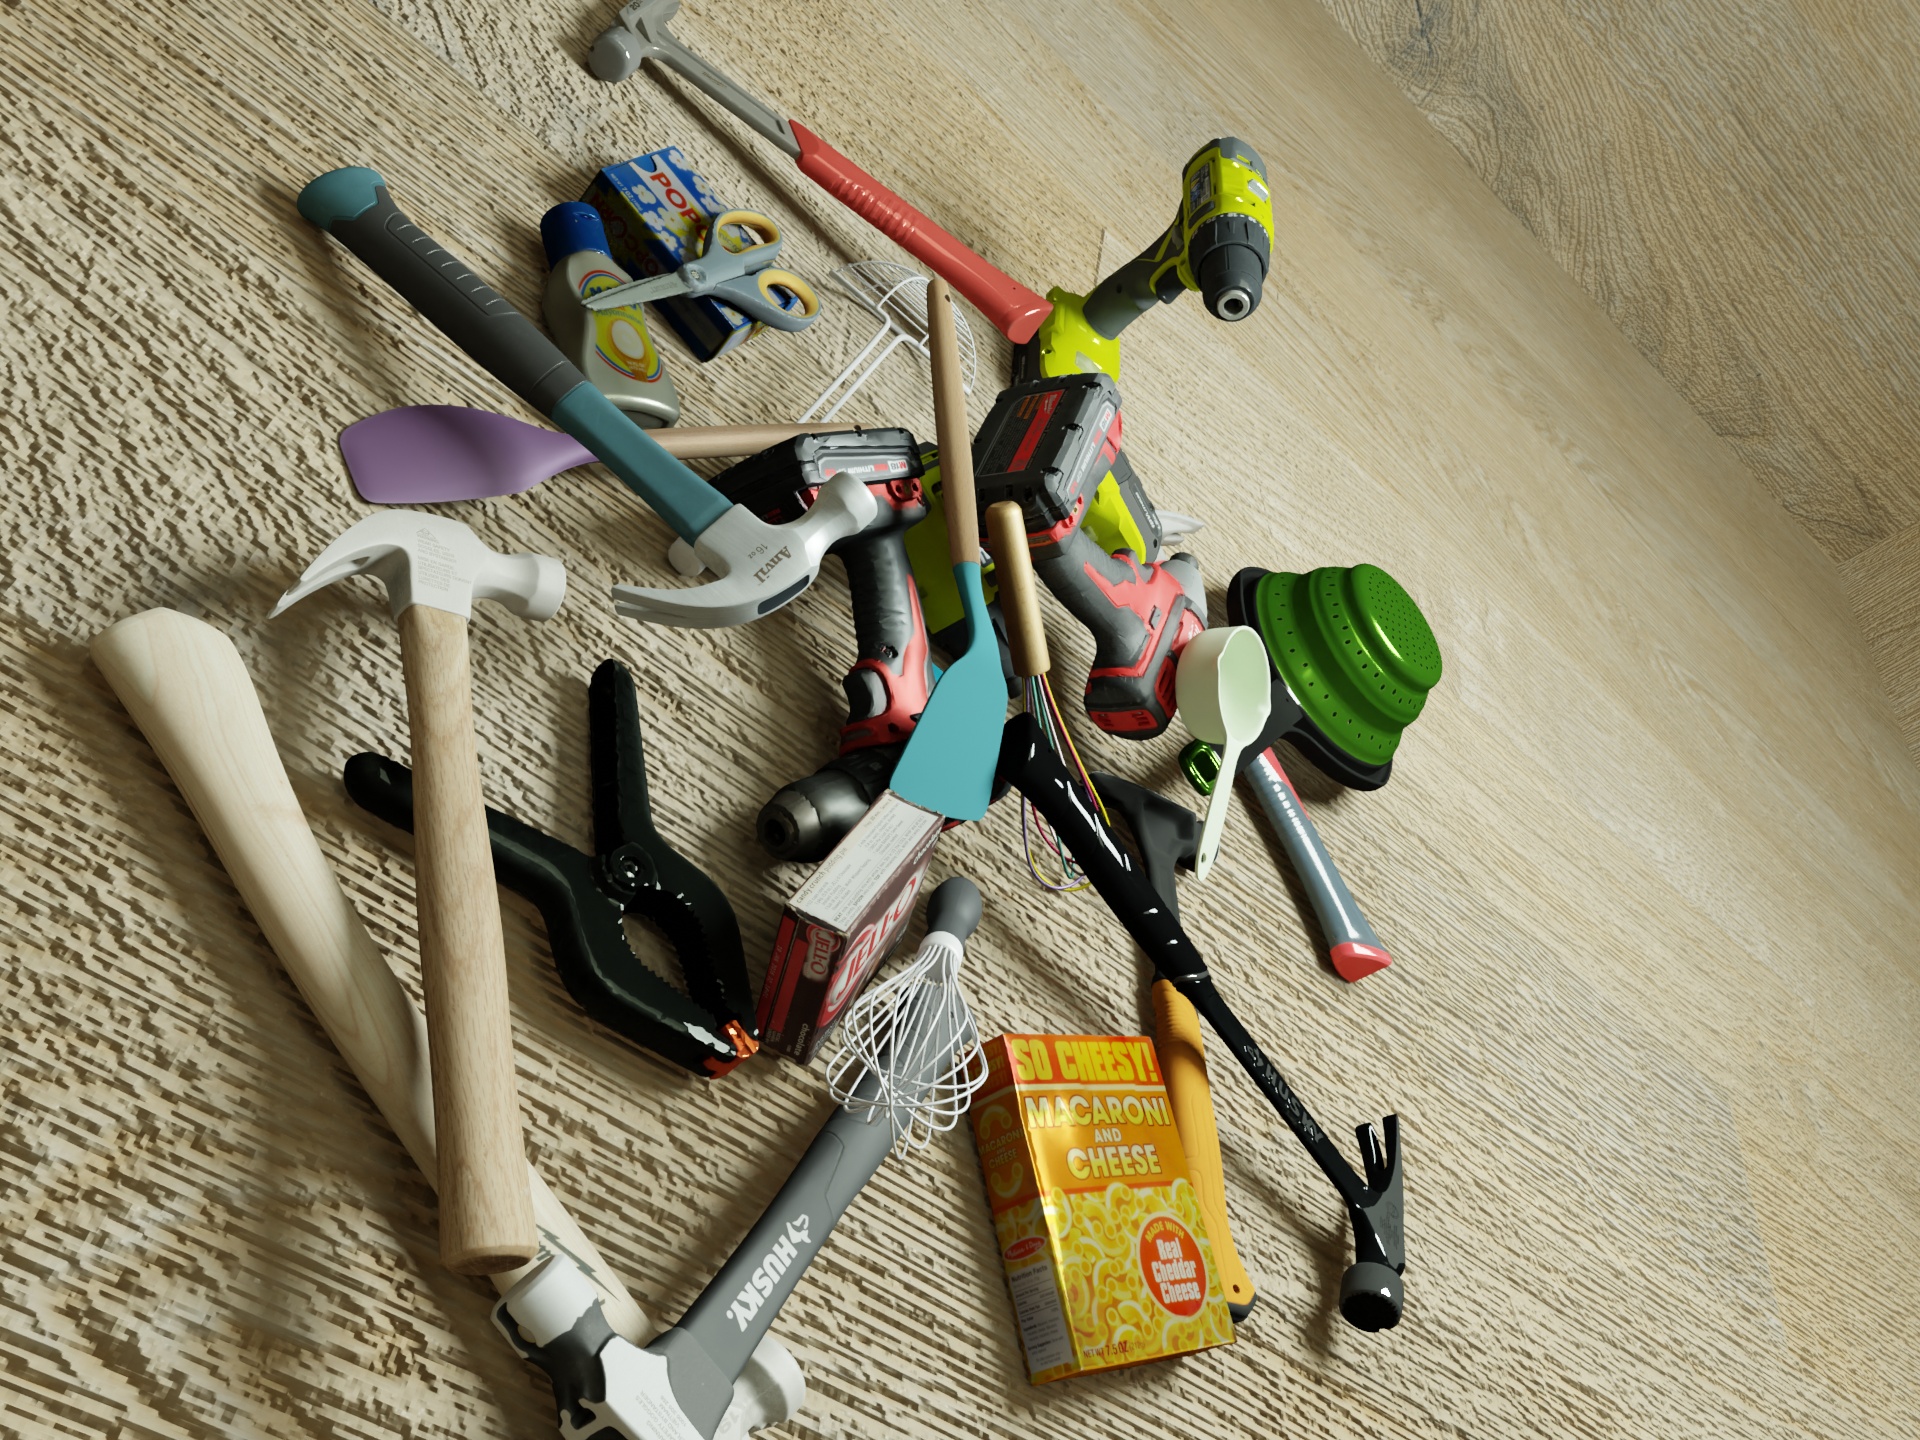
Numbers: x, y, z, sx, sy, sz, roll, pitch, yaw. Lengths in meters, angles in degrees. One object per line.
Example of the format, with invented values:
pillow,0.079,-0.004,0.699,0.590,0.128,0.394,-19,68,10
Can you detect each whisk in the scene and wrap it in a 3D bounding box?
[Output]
whisk,-0.014,0.126,0.766,0.070,0.070,0.285,50,11,-5
whisk,0.050,-0.010,0.935,0.051,0.047,0.244,-47,129,-58

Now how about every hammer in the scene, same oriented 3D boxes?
hammer,0.127,0.187,0.954,0.127,0.034,0.337,26,45,-34
hammer,-0.205,-0.170,0.801,0.331,0.033,0.128,41,70,8
hammer,0.148,0.161,0.933,0.408,0.036,0.149,53,31,-13
hammer,-0.206,0.052,0.639,0.130,0.031,0.332,15,49,-43
hammer,-0.221,0.137,0.611,0.410,0.038,0.146,56,38,3
hammer,-0.086,-0.394,1.139,0.359,0.036,0.149,34,40,-10
hammer,0.222,0.012,1.197,0.143,0.038,0.386,-10,69,-52
hammer,-0.057,0.207,0.688,0.146,0.035,0.335,51,26,-2

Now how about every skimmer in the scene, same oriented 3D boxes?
skimmer,-0.093,-0.189,1.018,0.127,0.090,0.363,40,48,-8

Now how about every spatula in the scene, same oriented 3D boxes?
spatula,-0.175,-0.151,0.864,0.315,0.018,0.060,-11,67,-39
spatula,-0.009,-0.105,0.882,0.082,0.044,0.318,20,59,-49

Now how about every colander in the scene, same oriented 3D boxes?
colander,0.268,-0.032,1.171,0.204,0.094,0.397,57,33,3

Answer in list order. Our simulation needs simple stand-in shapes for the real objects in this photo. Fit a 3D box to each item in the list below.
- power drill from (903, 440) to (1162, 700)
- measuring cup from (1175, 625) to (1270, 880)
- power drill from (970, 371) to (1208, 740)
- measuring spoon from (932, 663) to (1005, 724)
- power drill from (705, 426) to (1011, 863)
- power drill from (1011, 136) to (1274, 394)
power drill,0.042,-0.120,1.074,0.223,0.080,0.171,-35,97,-50
measuring cup,0.155,0.020,1.008,0.083,0.038,0.168,34,65,-50
power drill,0.091,-0.105,1.006,0.219,0.078,0.143,53,49,-37
measuring spoon,-0.002,-0.003,0.986,0.128,0.021,0.042,41,42,-2
power drill,-0.064,-0.037,0.867,0.188,0.080,0.227,-18,90,-52
power drill,0.144,-0.317,1.211,0.080,0.228,0.191,33,41,-26
